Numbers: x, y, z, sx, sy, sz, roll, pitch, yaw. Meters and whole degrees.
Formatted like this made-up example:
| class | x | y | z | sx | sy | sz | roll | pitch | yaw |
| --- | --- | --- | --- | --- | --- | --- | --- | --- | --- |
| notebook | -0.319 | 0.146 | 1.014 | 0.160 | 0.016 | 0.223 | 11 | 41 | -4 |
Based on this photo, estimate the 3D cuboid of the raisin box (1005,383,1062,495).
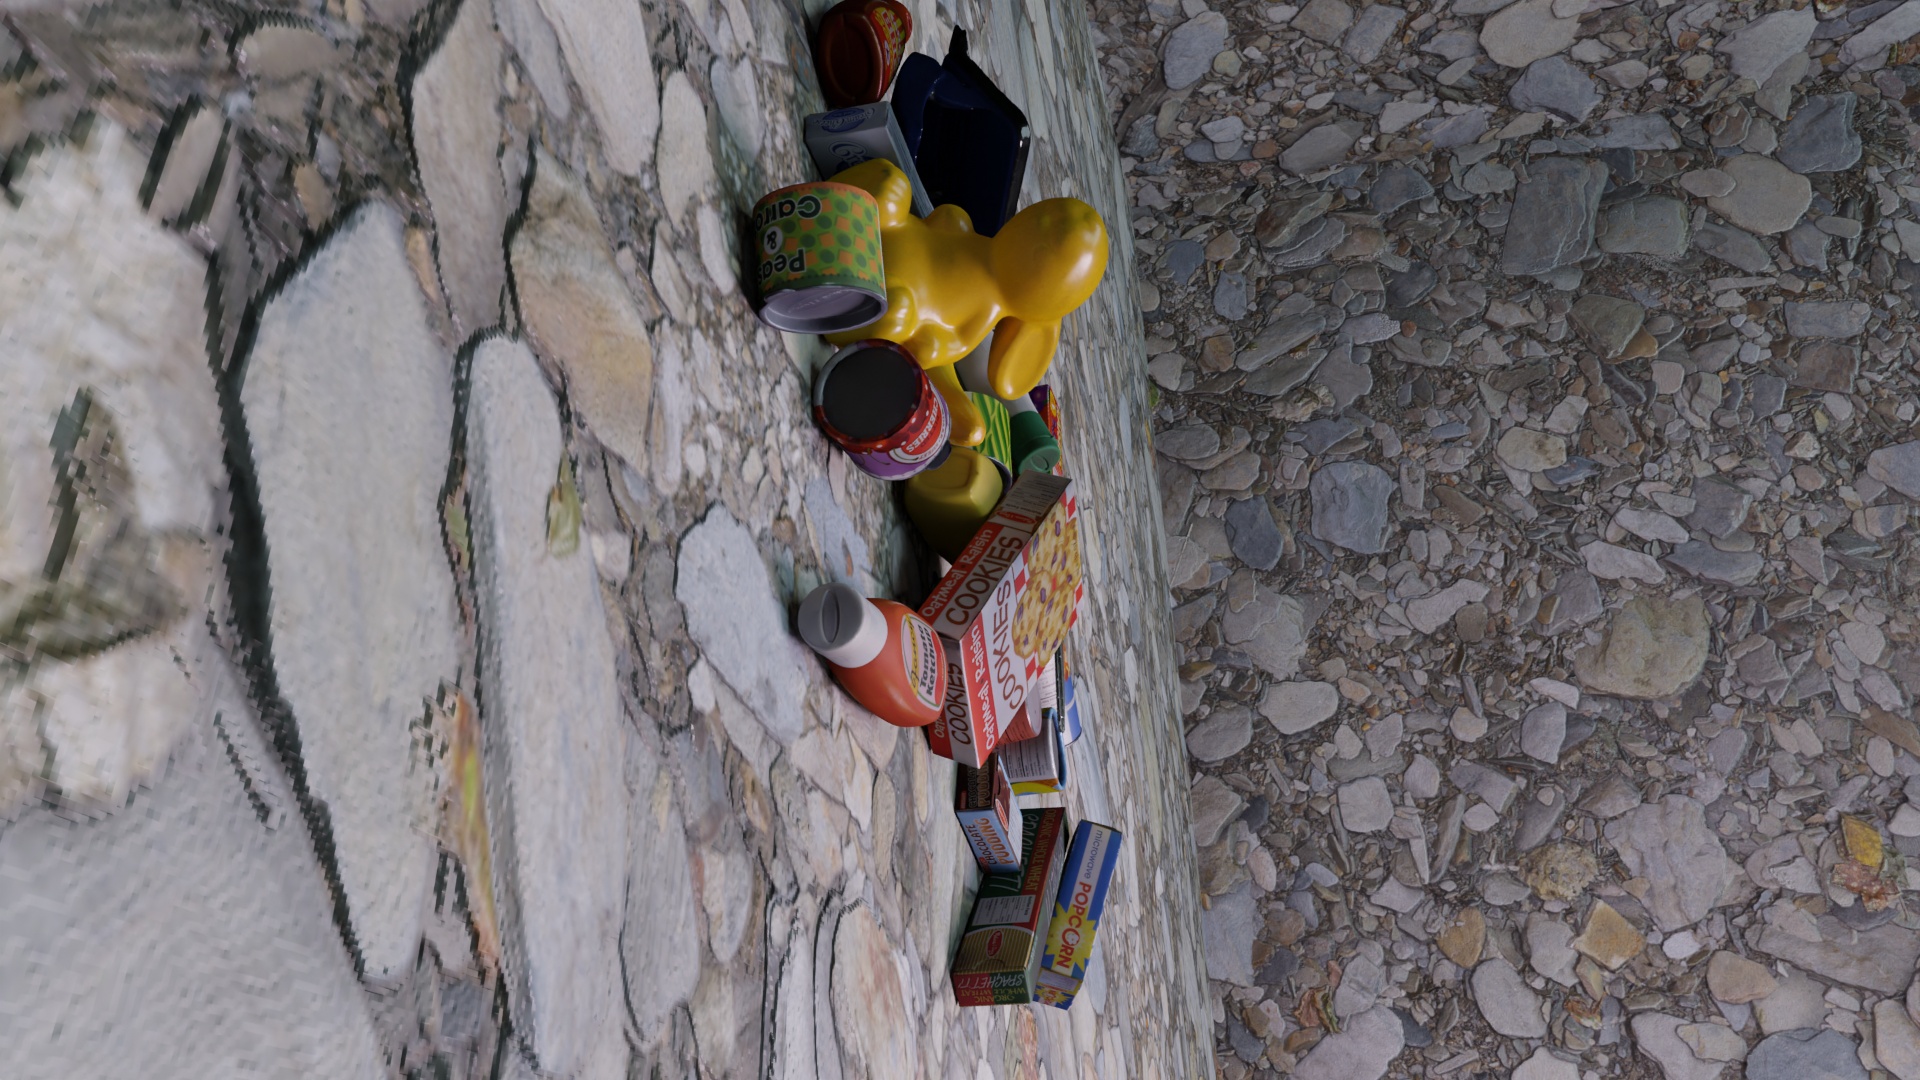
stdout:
| class | x | y | z | sx | sy | sz | roll | pitch | yaw |
| --- | --- | --- | --- | --- | --- | --- | --- | --- | --- |
| raisin box | 0.036 | -0.060 | 1.099 | 0.040 | 0.086 | 0.124 | 59 | 26 | -50 |

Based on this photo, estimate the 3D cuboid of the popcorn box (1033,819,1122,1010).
| class | x | y | z | sx | sy | sz | roll | pitch | yaw |
| --- | --- | --- | --- | --- | --- | --- | --- | --- | --- |
| popcorn box | 0.090 | 0.295 | 1.095 | 0.084 | 0.038 | 0.127 | 99 | 11 | -56 |

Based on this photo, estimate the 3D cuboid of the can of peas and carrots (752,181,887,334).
| class | x | y | z | sx | sy | sz | roll | pitch | yaw |
| --- | --- | --- | --- | --- | --- | --- | --- | --- | --- |
| can of peas and carrots | -0.075 | -0.145 | 0.715 | 0.071 | 0.071 | 0.059 | 36 | 47 | -73 |

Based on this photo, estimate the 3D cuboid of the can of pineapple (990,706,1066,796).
| class | x | y | z | sx | sy | sz | roll | pitch | yaw |
| --- | --- | --- | --- | --- | --- | --- | --- | --- | --- |
| can of pineapple | 0.049 | 0.165 | 1.078 | 0.071 | 0.058 | 0.071 | -10 | 92 | -78 |

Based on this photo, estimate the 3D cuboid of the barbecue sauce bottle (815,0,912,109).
| class | x | y | z | sx | sy | sz | roll | pitch | yaw |
| --- | --- | --- | --- | --- | --- | --- | --- | --- | --- |
| barbecue sauce bottle | -0.062 | -0.338 | 0.940 | 0.149 | 0.044 | 0.064 | -76 | 161 | -60 |

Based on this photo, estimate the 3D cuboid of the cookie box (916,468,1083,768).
| class | x | y | z | sx | sy | sz | roll | pitch | yaw |
| --- | --- | --- | --- | --- | --- | --- | --- | --- | --- |
| cookie box | 0.028 | 0.051 | 0.933 | 0.168 | 0.040 | 0.122 | -53 | 147 | -40 |

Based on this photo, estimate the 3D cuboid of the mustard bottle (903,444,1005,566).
| class | x | y | z | sx | sy | sz | roll | pitch | yaw |
| --- | --- | --- | --- | --- | --- | --- | --- | --- | --- |
| mustard bottle | 0.004 | -0.012 | 0.986 | 0.159 | 0.065 | 0.049 | 68 | 33 | -62 |

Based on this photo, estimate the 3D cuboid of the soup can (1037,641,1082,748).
| class | x | y | z | sx | sy | sz | roll | pitch | yaw |
| --- | --- | --- | --- | --- | --- | --- | --- | --- | --- |
| soup can | 0.059 | 0.123 | 1.137 | 0.071 | 0.071 | 0.083 | -61 | 141 | -70 |

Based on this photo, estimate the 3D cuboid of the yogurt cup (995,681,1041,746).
| class | x | y | z | sx | sy | sz | roll | pitch | yaw |
| --- | --- | --- | --- | --- | --- | --- | --- | --- | --- |
| yogurt cup | 0.028 | 0.120 | 1.026 | 0.072 | 0.054 | 0.072 | -10 | 91 | -77 |

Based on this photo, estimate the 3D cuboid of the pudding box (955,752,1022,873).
| class | x | y | z | sx | sy | sz | roll | pitch | yaw |
| --- | --- | --- | --- | --- | --- | --- | --- | --- | --- |
| pudding box | 0.022 | 0.197 | 1.003 | 0.050 | 0.030 | 0.083 | -84 | 161 | -45 |

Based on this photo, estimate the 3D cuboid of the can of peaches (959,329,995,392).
| class | x | y | z | sx | sy | sz | roll | pitch | yaw |
| --- | --- | --- | --- | --- | --- | --- | --- | --- | --- |
| can of peaches | 0.024 | -0.141 | 1.163 | 0.071 | 0.058 | 0.071 | -10 | 92 | -78 |

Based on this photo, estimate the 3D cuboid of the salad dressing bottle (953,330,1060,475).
| class | x | y | z | sx | sy | sz | roll | pitch | yaw |
| --- | --- | --- | --- | --- | --- | --- | --- | --- | --- |
| salad dressing bottle | 0.029 | -0.114 | 1.077 | 0.064 | 0.044 | 0.148 | 39 | 19 | -57 |

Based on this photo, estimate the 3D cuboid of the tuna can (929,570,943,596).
| class | x | y | z | sx | sy | sz | roll | pitch | yaw |
| --- | --- | --- | --- | --- | --- | --- | --- | --- | --- |
| tuna can | 0.001 | 0.055 | 0.994 | 0.071 | 0.033 | 0.071 | -9 | 92 | -78 |

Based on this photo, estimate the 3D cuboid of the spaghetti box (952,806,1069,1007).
| class | x | y | z | sx | sy | sz | roll | pitch | yaw |
| --- | --- | --- | --- | --- | --- | --- | --- | --- | --- |
| spaghetti box | 0.042 | 0.258 | 1.010 | 0.251 | 0.050 | 0.028 | -53 | 136 | -73 |

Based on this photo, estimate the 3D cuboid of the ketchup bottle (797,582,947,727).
| class | x | y | z | sx | sy | sz | roll | pitch | yaw |
| --- | --- | --- | --- | --- | --- | --- | --- | --- | --- |
| ketchup bottle | -0.047 | 0.060 | 0.757 | 0.148 | 0.043 | 0.065 | 49 | 35 | -67 |

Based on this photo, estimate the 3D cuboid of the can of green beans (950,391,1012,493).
| class | x | y | z | sx | sy | sz | roll | pitch | yaw |
| --- | --- | --- | --- | --- | --- | --- | --- | --- | --- |
| can of green beans | 0.004 | -0.066 | 1.008 | 0.071 | 0.071 | 0.058 | 64 | 21 | -54 |

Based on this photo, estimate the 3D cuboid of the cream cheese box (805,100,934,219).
| class | x | y | z | sx | sy | sz | roll | pitch | yaw |
| --- | --- | --- | --- | --- | --- | --- | --- | --- | --- |
| cream cheese box | -0.056 | -0.229 | 0.877 | 0.103 | 0.053 | 0.024 | 61 | 26 | -58 |

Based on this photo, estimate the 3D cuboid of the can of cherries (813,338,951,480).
| class | x | y | z | sx | sy | sz | roll | pitch | yaw |
| --- | --- | --- | --- | --- | --- | --- | --- | --- | --- |
| can of cherries | -0.042 | -0.074 | 0.797 | 0.058 | 0.071 | 0.071 | 52 | 33 | -66 |
